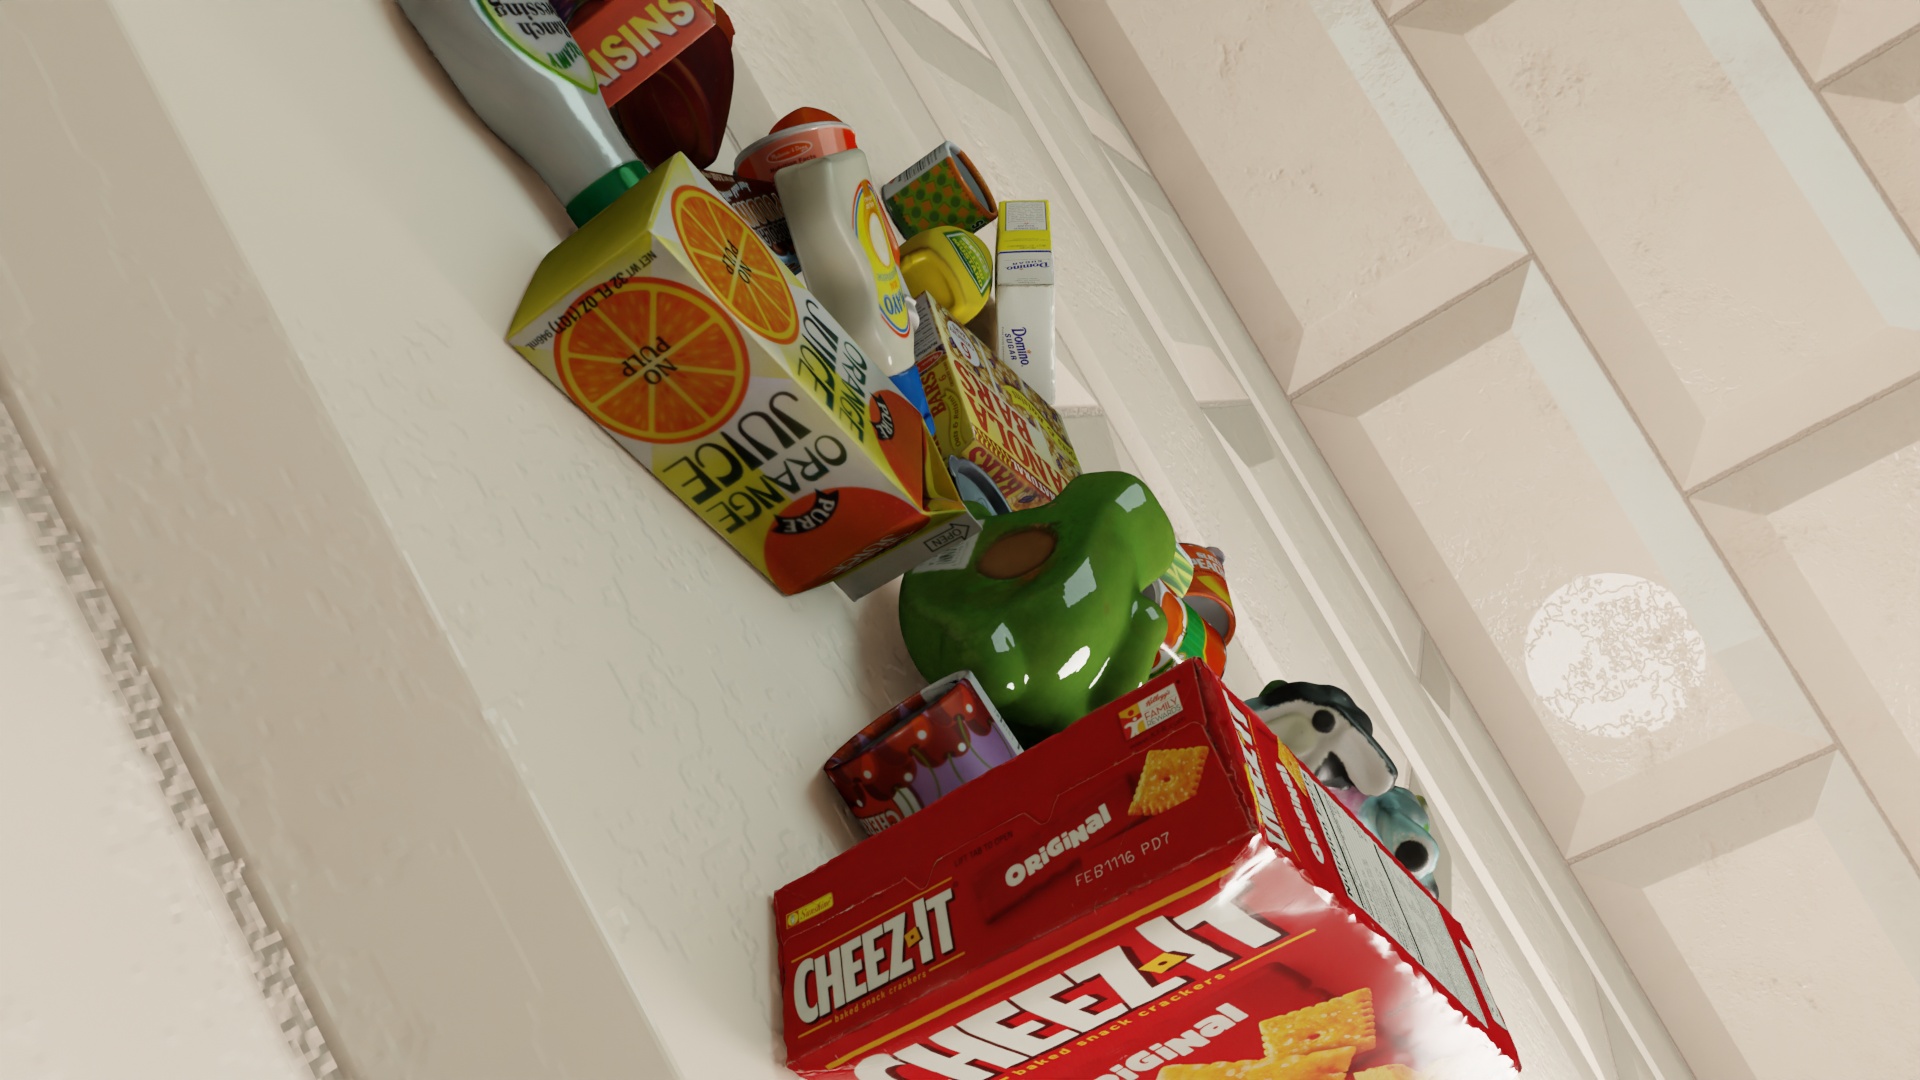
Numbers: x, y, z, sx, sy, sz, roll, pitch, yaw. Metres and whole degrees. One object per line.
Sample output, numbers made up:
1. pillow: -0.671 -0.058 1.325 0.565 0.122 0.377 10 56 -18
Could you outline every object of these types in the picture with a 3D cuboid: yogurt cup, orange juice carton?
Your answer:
1. yogurt cup: -0.082 -0.186 0.746 0.072 0.072 0.054 -17 89 -70
2. orange juice carton: -0.075 -0.049 0.547 0.192 0.071 0.073 46 23 -30

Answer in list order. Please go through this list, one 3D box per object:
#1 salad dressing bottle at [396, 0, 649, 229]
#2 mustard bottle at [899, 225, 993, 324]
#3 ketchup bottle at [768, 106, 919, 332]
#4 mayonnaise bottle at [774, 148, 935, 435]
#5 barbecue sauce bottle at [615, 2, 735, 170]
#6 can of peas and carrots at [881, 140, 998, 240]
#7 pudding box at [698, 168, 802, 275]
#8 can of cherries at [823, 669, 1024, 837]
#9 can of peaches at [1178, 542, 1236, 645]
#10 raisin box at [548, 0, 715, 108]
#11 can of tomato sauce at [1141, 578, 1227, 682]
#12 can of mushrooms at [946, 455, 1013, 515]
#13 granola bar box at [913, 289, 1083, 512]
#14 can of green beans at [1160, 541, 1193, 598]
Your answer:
1. salad dressing bottle: -0.165 -0.173 0.557 0.147 0.044 0.064 55 22 -9
2. mustard bottle: -0.007 -0.183 0.942 0.065 0.048 0.161 58 19 -12
3. ketchup bottle: -0.064 -0.181 0.809 0.064 0.043 0.149 22 41 -58
4. mayonnaise bottle: -0.050 -0.119 0.698 0.065 0.041 0.147 -53 129 -65
5. barbecue sauce bottle: -0.141 -0.241 0.711 0.149 0.043 0.064 -93 165 -55
6. can of peas and carrots: -0.013 -0.243 1.002 0.071 0.058 0.071 48 23 -27
7. pudding box: -0.108 -0.150 0.678 0.049 0.030 0.084 61 20 0
8. can of cherries: -0.010 0.090 0.513 0.058 0.071 0.072 57 19 -4
9. can of peaches: 0.159 0.043 0.976 0.071 0.071 0.058 48 23 -27
10. raisin box: -0.157 -0.252 0.629 0.040 0.086 0.124 42 25 -43
11. can of tomato sauce: 0.115 0.062 0.850 0.083 0.071 0.071 40 27 -41
12. can of mushrooms: 0.003 -0.009 0.734 0.071 0.033 0.071 48 23 -28
13. granola bar box: 0.023 -0.060 0.849 0.165 0.039 0.125 36 29 -48
14. can of green beans: 0.110 0.014 0.908 0.057 0.071 0.071 48 22 -31
